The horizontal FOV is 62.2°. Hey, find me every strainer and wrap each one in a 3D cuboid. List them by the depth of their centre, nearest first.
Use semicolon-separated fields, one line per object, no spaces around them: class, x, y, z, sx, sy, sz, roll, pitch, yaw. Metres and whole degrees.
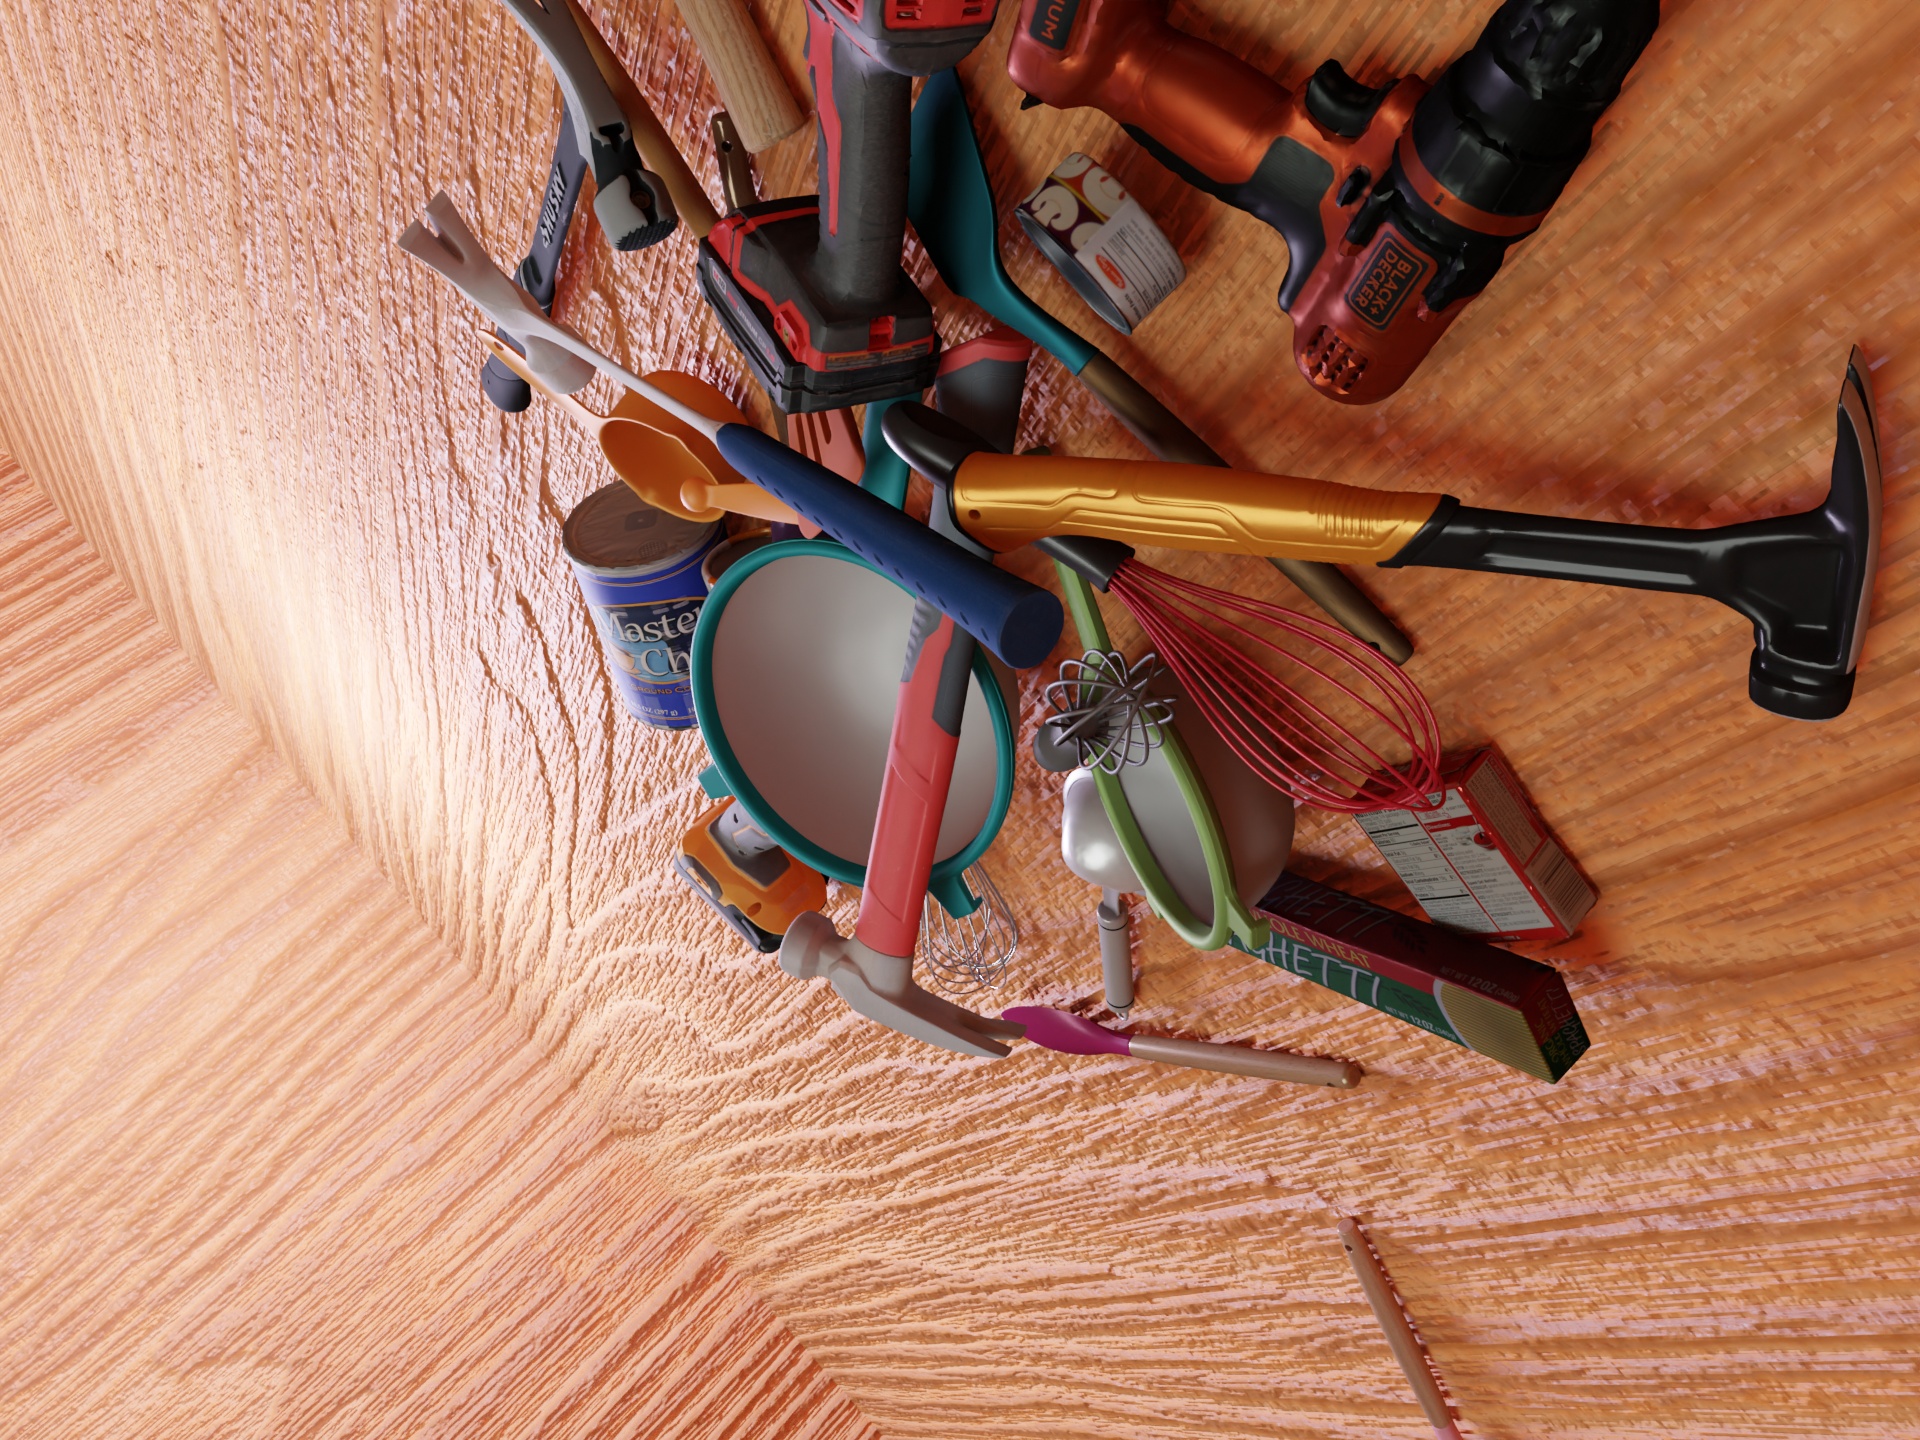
strainer;0.100;-0.018;0.772;0.151;0.069;0.256;171;79;-80
strainer;-0.034;-0.069;0.875;0.211;0.095;0.340;24;123;21
strainer;0.091;0.114;0.957;0.087;0.050;0.258;37;153;34

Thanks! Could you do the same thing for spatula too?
spatula;0.081;-0.141;0.680;0.317;0.044;0.082;44;151;0
spatula;-0.133;-0.244;0.792;0.322;0.041;0.081;57;147;3
spatula;-0.094;-0.174;0.873;0.060;0.018;0.315;-6;129;5

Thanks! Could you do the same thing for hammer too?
hammer;0.141;-0.077;0.577;0.337;0.034;0.127;10;136;30
hammer;-0.155;-0.405;0.677;0.130;0.031;0.331;5;130;52
hammer;-0.114;-0.134;0.733;0.406;0.035;0.144;34;174;33
hammer;-0.001;-0.003;0.800;0.143;0.038;0.386;21;119;17
hammer;-0.248;-0.269;0.929;0.149;0.036;0.409;66;157;-1

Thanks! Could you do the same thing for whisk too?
whisk;0.084;-0.053;0.684;0.296;0.073;0.073;37;150;11
whisk;0.056;0.005;0.724;0.055;0.055;0.239;48;173;2
whisk;-0.017;0.064;1.034;0.070;0.070;0.284;16;132;45

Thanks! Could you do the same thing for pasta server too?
pasta server;0.310;0.457;1.065;0.060;0.040;0.316;-7;119;43

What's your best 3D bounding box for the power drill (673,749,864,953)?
power drill;-0.124;0.099;1.200;0.185;0.084;0.226;44;147;7

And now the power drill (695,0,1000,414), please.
power drill;-0.052;-0.250;0.654;0.143;0.078;0.219;57;150;32

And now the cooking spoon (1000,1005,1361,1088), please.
cooking spoon;0.131;0.214;1.030;0.068;0.017;0.319;39;155;-26

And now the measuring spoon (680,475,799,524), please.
measuring spoon;-0.105;-0.114;0.832;0.117;0.011;0.021;11;111;35

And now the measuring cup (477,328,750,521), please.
measuring cup;-0.198;-0.190;0.937;0.173;0.052;0.095;36;155;-9
